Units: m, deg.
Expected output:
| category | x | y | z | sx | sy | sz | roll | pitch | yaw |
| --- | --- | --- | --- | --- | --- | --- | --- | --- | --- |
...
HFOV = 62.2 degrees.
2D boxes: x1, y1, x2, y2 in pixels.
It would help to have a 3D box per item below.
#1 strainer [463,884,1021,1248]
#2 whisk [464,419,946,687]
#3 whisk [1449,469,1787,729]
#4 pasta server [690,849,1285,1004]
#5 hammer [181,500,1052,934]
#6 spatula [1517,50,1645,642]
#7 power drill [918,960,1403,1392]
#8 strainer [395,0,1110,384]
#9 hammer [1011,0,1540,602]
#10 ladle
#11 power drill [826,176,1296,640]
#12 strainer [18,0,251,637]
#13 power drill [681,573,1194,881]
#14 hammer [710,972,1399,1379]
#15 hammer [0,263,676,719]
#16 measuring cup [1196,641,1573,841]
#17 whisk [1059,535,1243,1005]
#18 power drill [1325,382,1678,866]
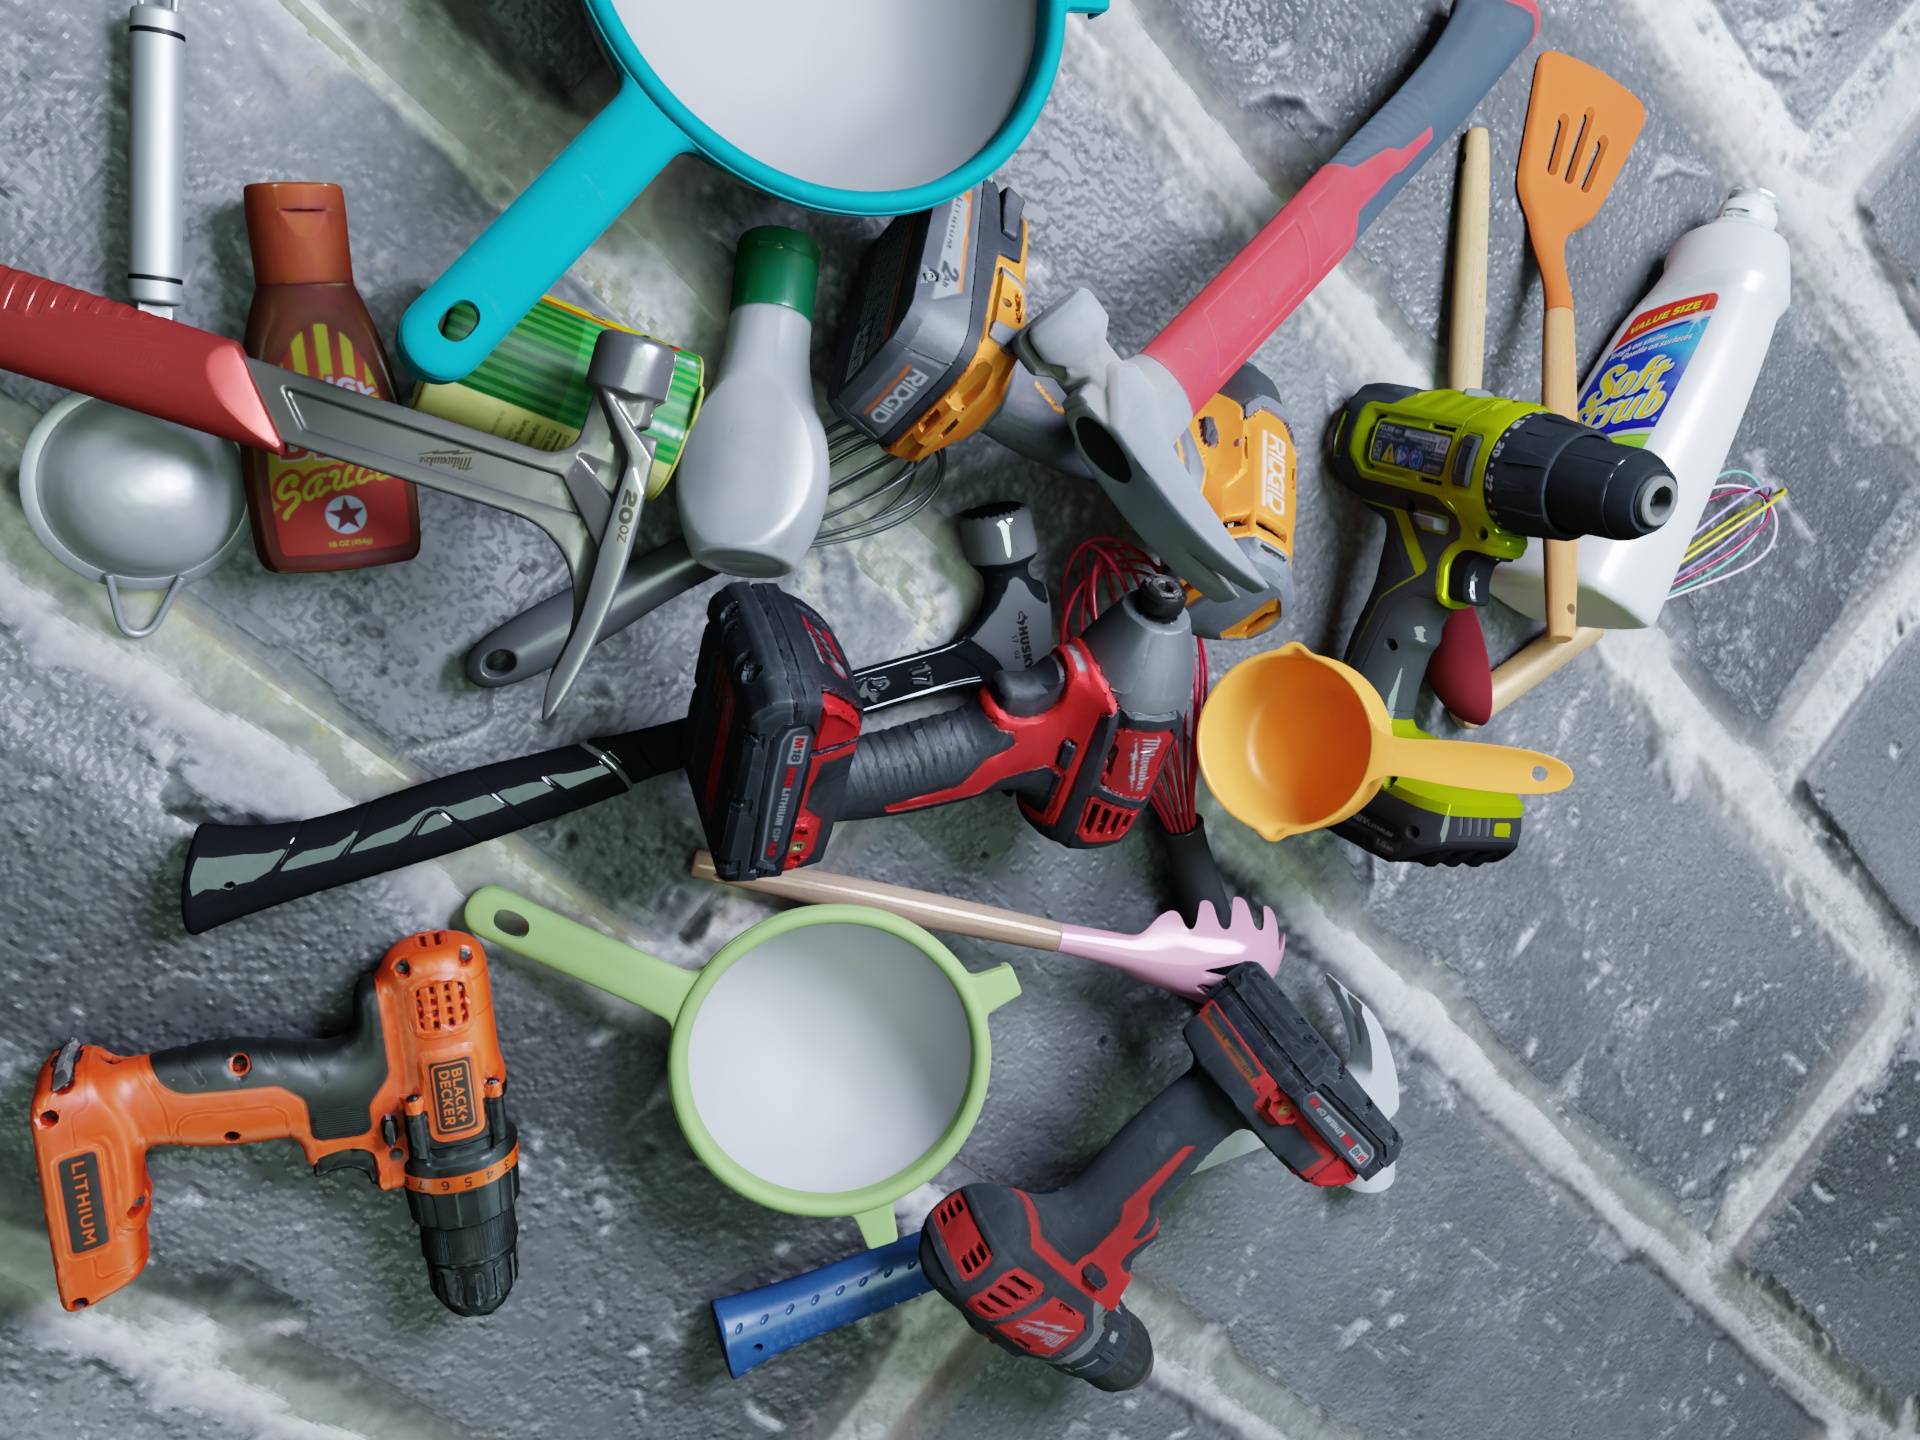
| category | x | y | z | sx | sy | sz | roll | pitch | yaw |
| --- | --- | --- | --- | --- | --- | --- | --- | --- | --- |
| strainer | -0.111 | 0.133 | 0.760 | 0.256 | 0.069 | 0.151 | 26 | 93 | -9 |
| whisk | -0.111 | -0.074 | 0.713 | 0.239 | 0.055 | 0.055 | -28 | 112 | -10 |
| whisk | 0.383 | -0.070 | 0.923 | 0.245 | 0.047 | 0.051 | -34 | 115 | -9 |
| pasta server | 0.022 | 0.099 | 0.797 | 0.316 | 0.040 | 0.060 | 13 | 116 | -13 |
| hammer | -0.141 | 0.019 | 0.727 | 0.409 | 0.036 | 0.149 | -17 | 110 | -18 |
| spatula | 0.318 | -0.194 | 0.827 | 0.081 | 0.041 | 0.323 | 15 | 70 | -25 |
| power drill | 0.109 | 0.249 | 0.813 | 0.226 | 0.080 | 0.187 | -39 | 129 | 2 |
| strainer | -0.105 | -0.248 | 0.621 | 0.210 | 0.095 | 0.340 | 44 | 71 | -21 |
| hammer | 0.178 | -0.220 | 0.724 | 0.143 | 0.038 | 0.386 | 51 | 60 | -16 |
| ladle | 0.270 | -0.153 | 0.853 | 0.031 | 0.069 | 0.315 | -1 | 98 | -4 |
| power drill | 0.061 | -0.151 | 0.725 | 0.226 | 0.084 | 0.164 | 27 | 51 | -24 |
| strainer | -0.310 | -0.157 | 0.610 | 0.086 | 0.050 | 0.258 | -2 | 101 | -39 |
| power drill | -0.001 | -0.002 | 0.696 | 0.219 | 0.079 | 0.143 | -3 | 134 | -24 |
| hammer | 0.064 | 0.256 | 0.864 | 0.405 | 0.035 | 0.144 | -15 | 117 | -18 |
| hammer | -0.294 | -0.119 | 0.576 | 0.359 | 0.037 | 0.149 | 17 | 92 | -11 |
| measuring cup | 0.201 | 0.015 | 0.753 | 0.052 | 0.174 | 0.095 | 1 | 96 | -61 |
| whisk | 0.110 | 0.038 | 0.826 | 0.073 | 0.073 | 0.295 | -26 | 116 | -15 |
| power drill | 0.247 | -0.047 | 0.791 | 0.080 | 0.191 | 0.228 | 3 | 106 | -29 |
